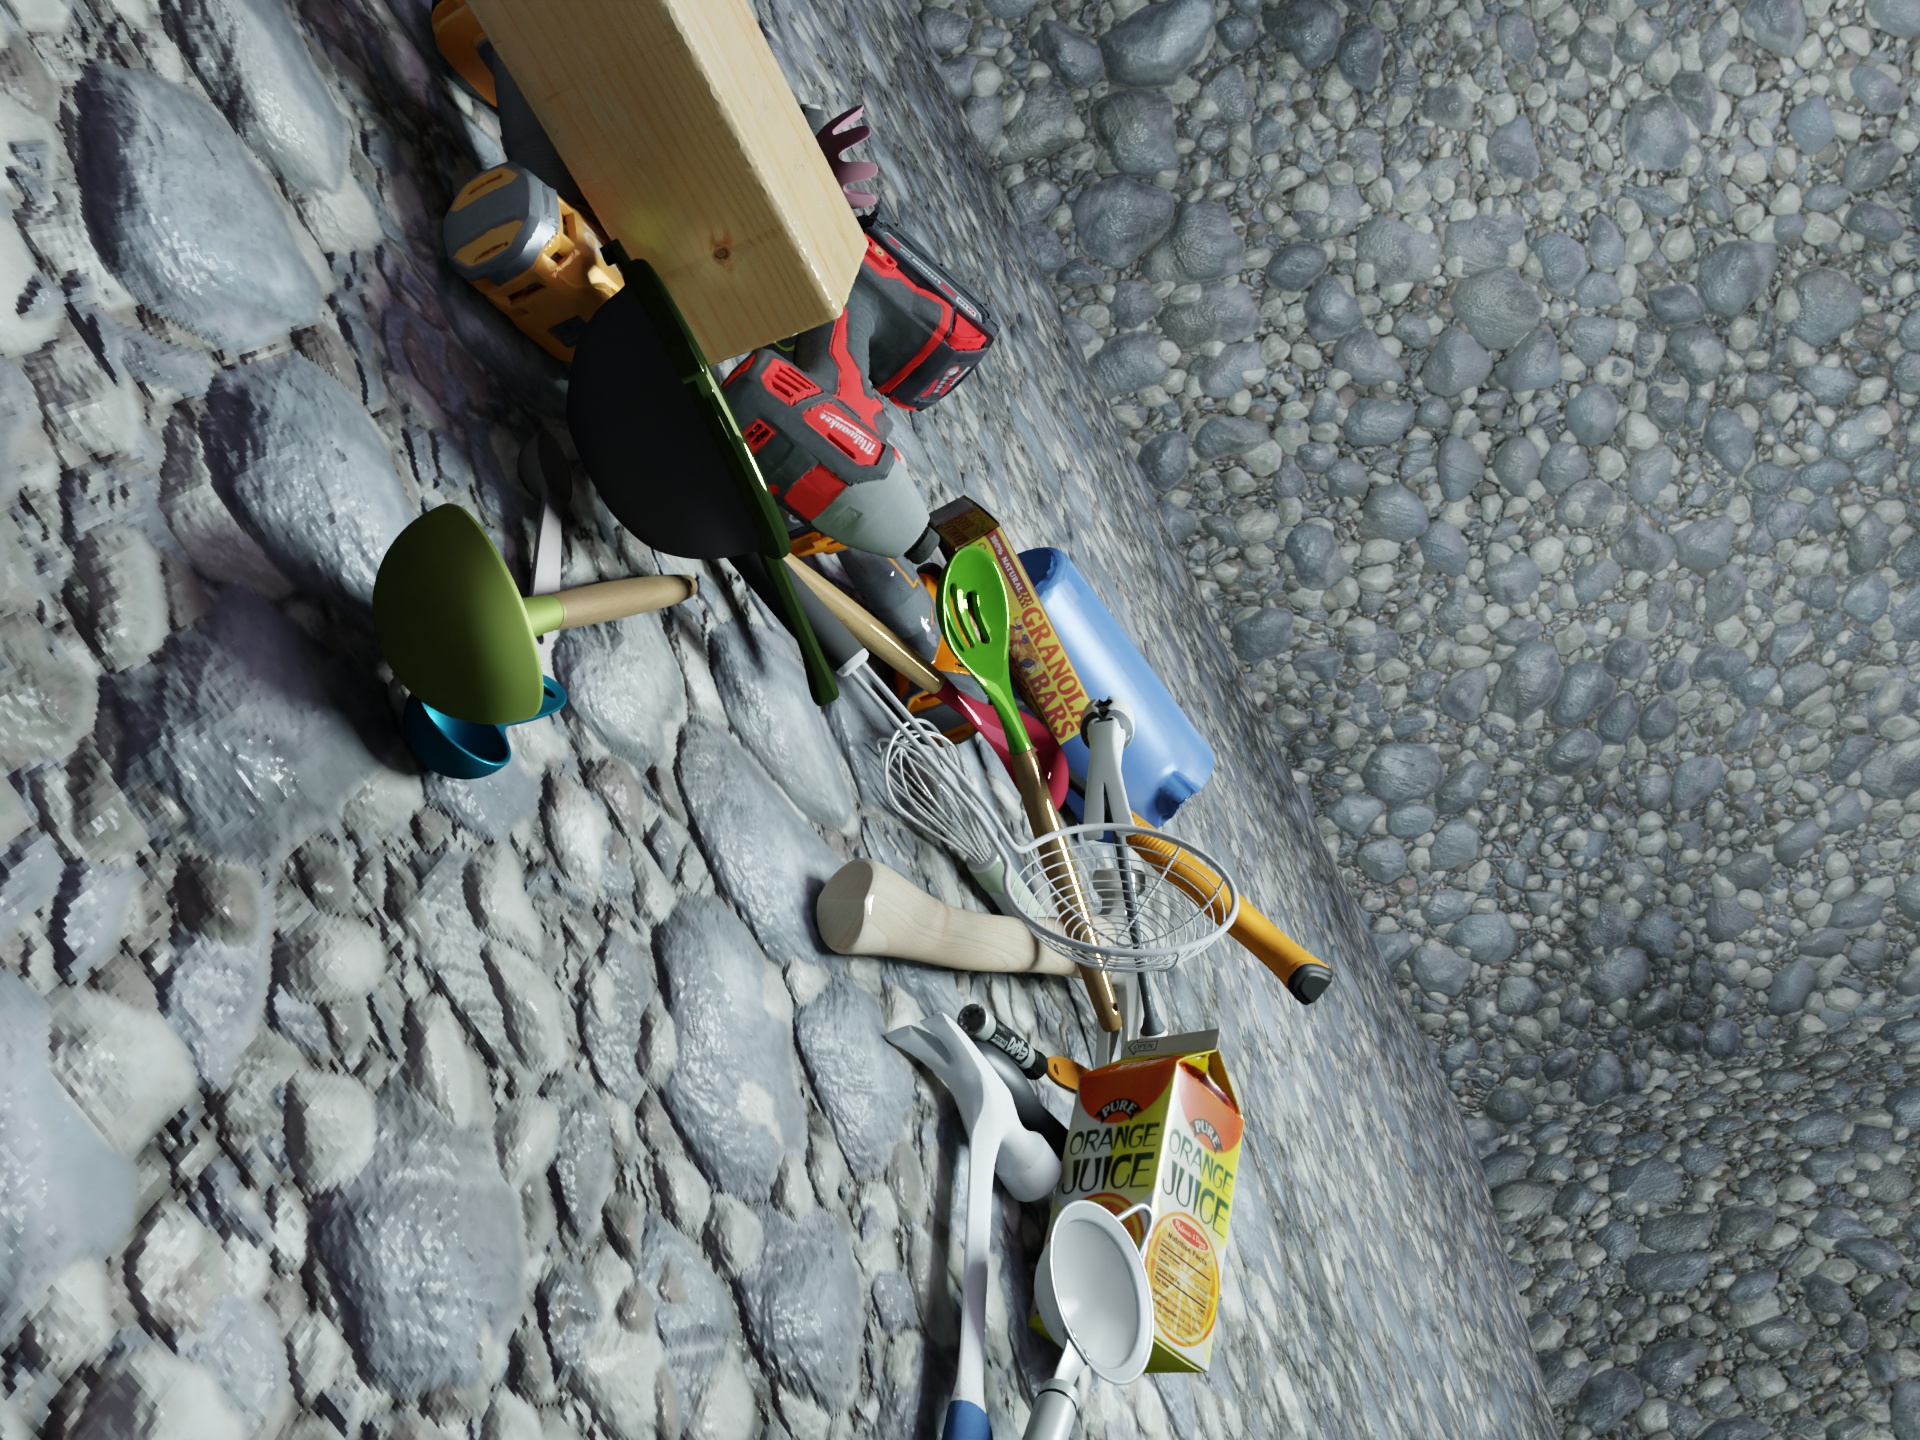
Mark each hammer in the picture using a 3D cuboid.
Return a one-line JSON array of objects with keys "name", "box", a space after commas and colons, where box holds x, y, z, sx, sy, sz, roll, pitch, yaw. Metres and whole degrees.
[{"name": "hammer", "box": [0.001, 0.299, 0.711, 0.144, 0.035, 0.406, 58, 18, -25]}, {"name": "hammer", "box": [0.133, 0.086, 1.164, 0.337, 0.034, 0.127, 41, 7, 20]}, {"name": "hammer", "box": [0.030, 0.147, 0.984, 0.410, 0.038, 0.146, 21, 68, -61]}, {"name": "hammer", "box": [0.127, 0.197, 1.059, 0.149, 0.036, 0.408, -75, 155, -68]}]

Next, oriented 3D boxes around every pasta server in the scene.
[{"name": "pasta server", "box": [-0.071, -0.266, 1.061, 0.316, 0.040, 0.060, 88, -11, -58]}]

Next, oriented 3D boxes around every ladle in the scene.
[{"name": "ladle", "box": [-0.152, -0.052, 0.665, 0.320, 0.062, 0.078, -47, 114, -79]}, {"name": "ladle", "box": [-0.033, -0.037, 0.981, 0.315, 0.031, 0.069, 38, 38, -30]}]

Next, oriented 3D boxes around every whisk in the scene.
[{"name": "whisk", "box": [0.080, 0.281, 0.964, 0.284, 0.070, 0.070, 50, 22, -30]}, {"name": "whisk", "box": [0.011, 0.086, 1.045, 0.059, 0.058, 0.246, -60, 137, -27]}]

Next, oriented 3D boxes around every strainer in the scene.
[{"name": "strainer", "box": [0.043, 0.298, 0.711, 0.087, 0.050, 0.258, 58, 22, -6]}, {"name": "strainer", "box": [-0.127, -0.092, 0.768, 0.152, 0.069, 0.256, 55, -11, 48]}]

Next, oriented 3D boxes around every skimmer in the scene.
[{"name": "skimmer", "box": [-0.001, -0.003, 0.872, 0.363, 0.090, 0.127, 48, 36, -1]}]

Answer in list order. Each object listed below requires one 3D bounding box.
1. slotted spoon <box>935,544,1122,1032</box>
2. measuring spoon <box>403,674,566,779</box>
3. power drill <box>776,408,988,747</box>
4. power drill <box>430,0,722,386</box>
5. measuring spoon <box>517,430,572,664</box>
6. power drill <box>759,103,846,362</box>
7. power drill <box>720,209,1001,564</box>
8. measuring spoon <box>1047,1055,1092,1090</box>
[{"name": "slotted spoon", "box": [0.044, 0.044, 0.987, 0.070, 0.031, 0.314, -20, 92, -52]}, {"name": "measuring spoon", "box": [-0.180, 0.001, 0.610, 0.042, 0.021, 0.128, 46, 9, -3]}, {"name": "power drill", "box": [-0.051, -0.110, 1.058, 0.164, 0.084, 0.226, -96, 160, -49]}, {"name": "power drill", "box": [-0.195, -0.276, 0.840, 0.185, 0.084, 0.226, 36, 38, -59]}, {"name": "measuring spoon", "box": [-0.187, -0.075, 0.698, 0.034, 0.018, 0.124, 62, 19, -56]}, {"name": "power drill", "box": [-0.126, -0.315, 1.024, 0.223, 0.080, 0.171, -51, 146, -71]}, {"name": "power drill", "box": [-0.053, -0.186, 0.908, 0.143, 0.078, 0.220, 38, 40, -18]}, {"name": "measuring spoon", "box": [0.082, 0.248, 1.092, 0.116, 0.011, 0.021, 36, 38, -53]}]
